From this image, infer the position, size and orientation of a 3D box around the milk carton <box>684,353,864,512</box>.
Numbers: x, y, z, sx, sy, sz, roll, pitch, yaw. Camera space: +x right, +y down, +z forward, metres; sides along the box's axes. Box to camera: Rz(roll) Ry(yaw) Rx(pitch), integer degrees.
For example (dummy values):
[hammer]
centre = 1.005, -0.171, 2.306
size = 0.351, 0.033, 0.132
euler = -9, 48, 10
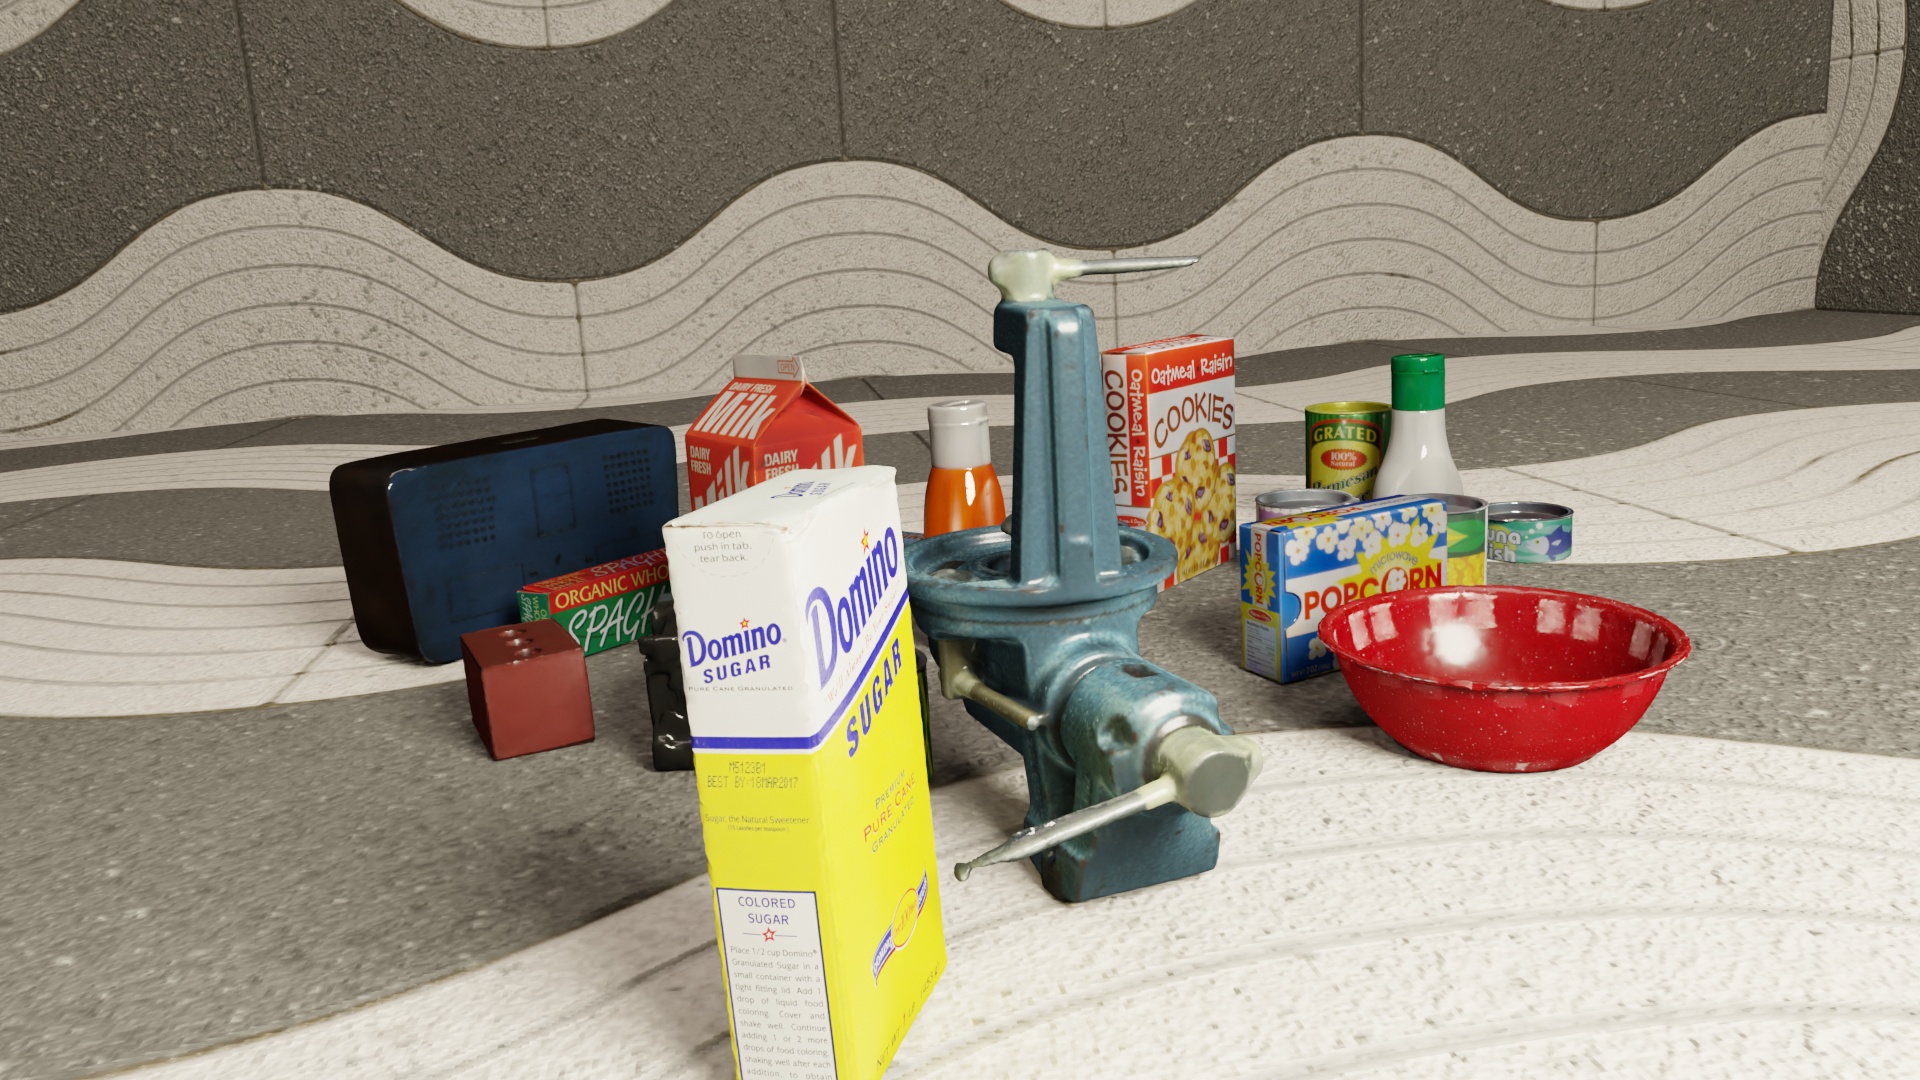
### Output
[milk carton]
centre = -0.100, -0.008, 0.771
size = 0.074, 0.190, 0.072
euler = -13, 15, -40

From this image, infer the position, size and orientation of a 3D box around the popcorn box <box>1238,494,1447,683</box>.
[popcorn box]
centre = 0.217, 0.025, 0.783
size = 0.127, 0.085, 0.038
euler = -10, 13, -28

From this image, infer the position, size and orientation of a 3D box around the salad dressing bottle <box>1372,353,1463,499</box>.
[salad dressing bottle]
centre = 0.327, -0.059, 0.992
size = 0.064, 0.147, 0.044
euler = -5, 12, -10

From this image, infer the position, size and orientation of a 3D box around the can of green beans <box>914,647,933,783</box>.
[can of green beans]
centre = -0.047, 0.084, 0.644
size = 0.071, 0.057, 0.071
euler = -3, 12, 1

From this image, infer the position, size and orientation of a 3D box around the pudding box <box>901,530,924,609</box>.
[pudding box]
centre = -0.039, 0.019, 0.961
size = 0.083, 0.049, 0.030
euler = 7, 16, 41

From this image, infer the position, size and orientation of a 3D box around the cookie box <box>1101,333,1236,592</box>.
[cookie box]
centre = 0.150, -0.058, 0.989
size = 0.040, 0.167, 0.123
euler = 6, 15, 38

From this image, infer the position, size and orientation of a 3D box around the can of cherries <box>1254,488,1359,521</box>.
[can of cherries]
centre = 0.240, -0.001, 0.961
size = 0.071, 0.058, 0.071
euler = -3, 12, 1

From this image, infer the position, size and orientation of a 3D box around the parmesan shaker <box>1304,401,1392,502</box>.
[parmesan shaker]
centre = 0.304, -0.053, 1.077
size = 0.071, 0.102, 0.071
euler = -3, 12, 1

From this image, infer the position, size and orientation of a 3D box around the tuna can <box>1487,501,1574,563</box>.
[tuna can]
centre = 0.404, -0.006, 0.999
size = 0.071, 0.032, 0.071
euler = -3, 12, 1

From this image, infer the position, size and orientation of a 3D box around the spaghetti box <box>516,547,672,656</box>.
[spaghetti box]
centre = -0.190, 0.029, 0.954
size = 0.028, 0.050, 0.251
euler = 5, 15, 36

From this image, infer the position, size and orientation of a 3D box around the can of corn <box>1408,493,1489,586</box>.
[can of corn]
centre = 0.312, 0.003, 0.920
size = 0.071, 0.058, 0.071
euler = -3, 12, 1

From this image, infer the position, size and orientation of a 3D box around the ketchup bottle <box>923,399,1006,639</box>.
[ketchup bottle]
centre = 0.003, -0.011, 0.854
size = 0.043, 0.148, 0.065
euler = 4, 14, 33

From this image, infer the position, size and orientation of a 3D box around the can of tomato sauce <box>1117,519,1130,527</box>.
[can of tomato sauce]
centre = 0.063, 0.033, 0.791
size = 0.071, 0.083, 0.071
euler = -3, 12, 1
